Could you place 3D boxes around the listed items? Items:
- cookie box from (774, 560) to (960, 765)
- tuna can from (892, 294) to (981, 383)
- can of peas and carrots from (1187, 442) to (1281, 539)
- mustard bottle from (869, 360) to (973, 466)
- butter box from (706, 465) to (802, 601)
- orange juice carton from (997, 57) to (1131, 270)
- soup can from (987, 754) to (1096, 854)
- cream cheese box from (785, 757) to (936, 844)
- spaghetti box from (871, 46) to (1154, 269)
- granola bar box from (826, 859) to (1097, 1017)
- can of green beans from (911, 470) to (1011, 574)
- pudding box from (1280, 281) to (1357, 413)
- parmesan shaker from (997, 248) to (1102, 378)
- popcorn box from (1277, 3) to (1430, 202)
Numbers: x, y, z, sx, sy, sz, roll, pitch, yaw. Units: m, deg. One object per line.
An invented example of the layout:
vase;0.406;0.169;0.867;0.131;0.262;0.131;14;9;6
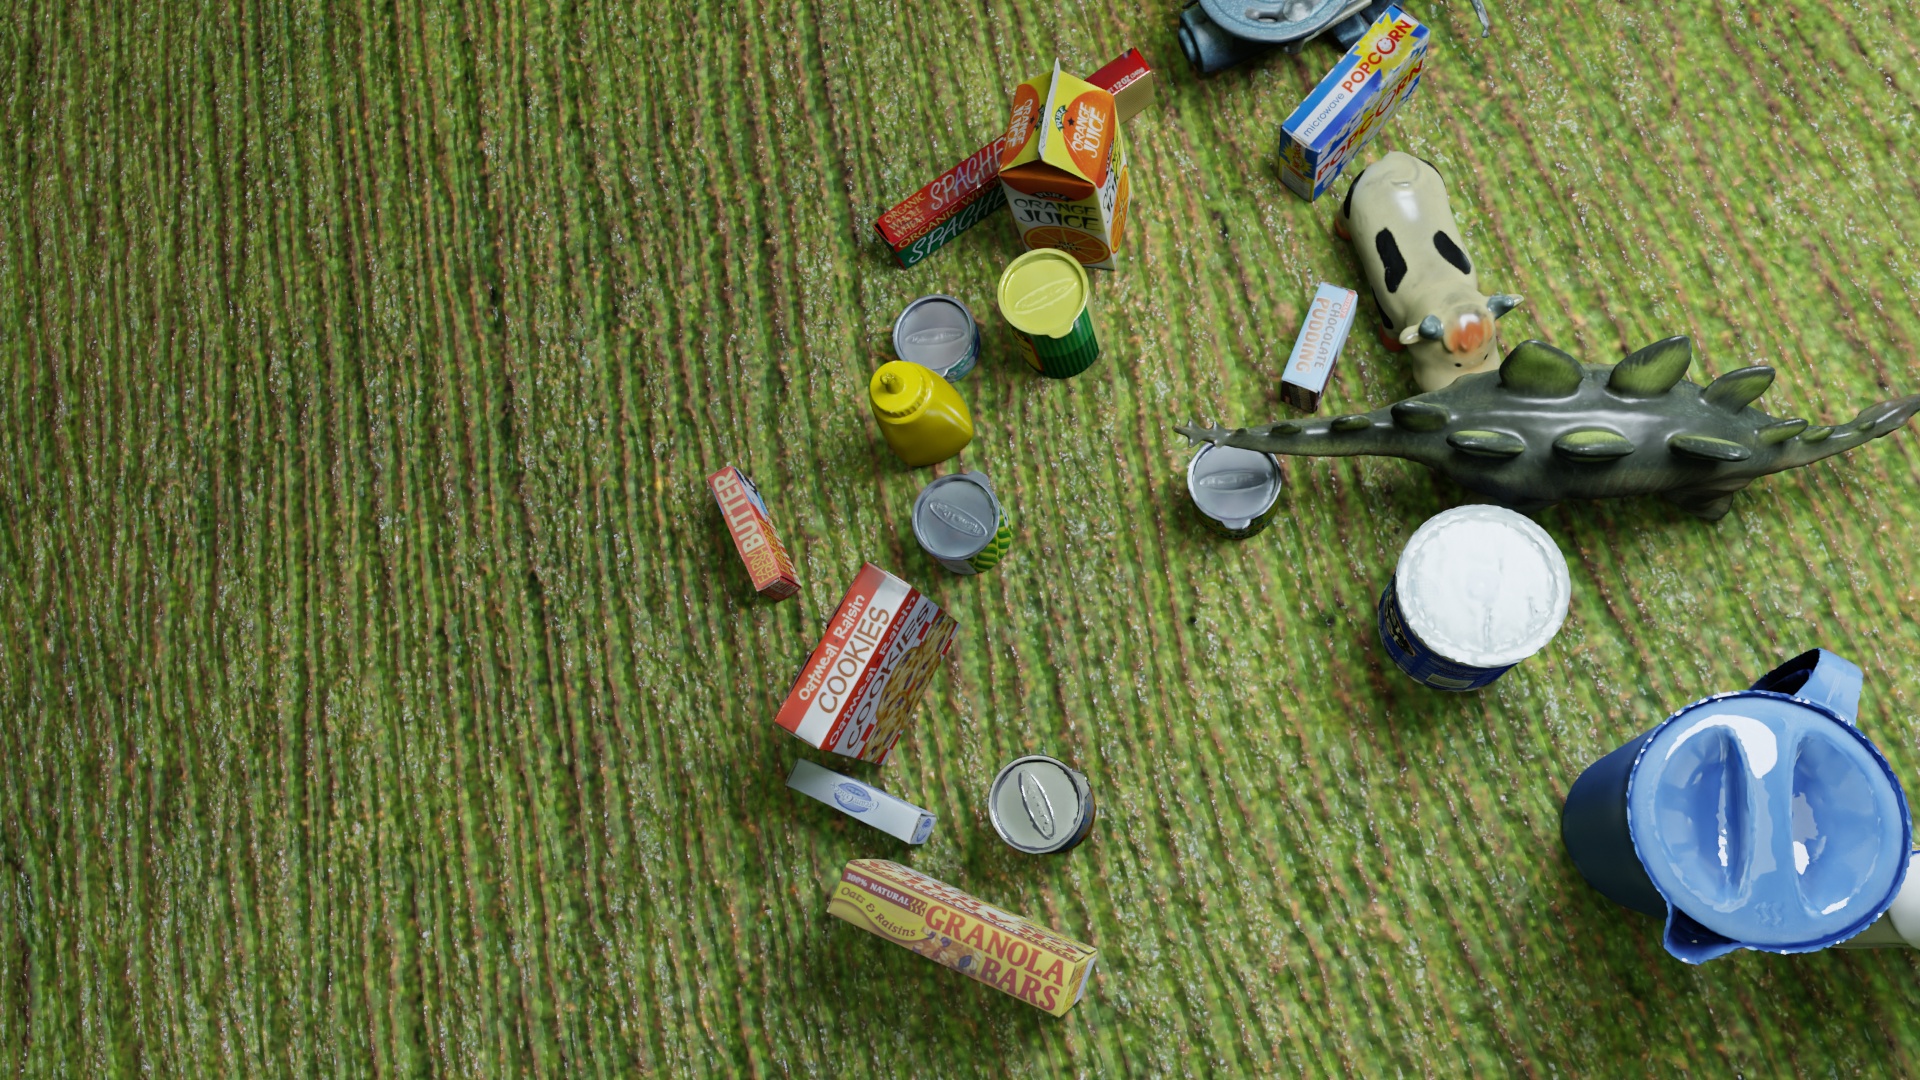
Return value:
cookie box;-0.061;0.091;0.978;0.040;0.167;0.123;27;84;16
tuna can;-0.018;-0.156;1.099;0.071;0.033;0.071;-3;76;11
can of peas and carrots;0.200;-0.036;1.011;0.071;0.058;0.071;-3;77;11
mustard bottle;-0.034;-0.099;1.022;0.065;0.160;0.049;-25;74;5
butter box;-0.160;-0.005;1.081;0.024;0.053;0.104;-28;73;4
orange juice carton;0.078;-0.273;1.024;0.073;0.192;0.072;10;80;14
soup can;0.062;0.185;0.974;0.071;0.083;0.071;-3;77;11
cream cheese box;-0.072;0.191;1.016;0.104;0.053;0.024;22;83;16
spaghetti box;0.044;-0.304;1.112;0.250;0.050;0.029;-34;73;2
granola bar box;0.005;0.266;0.945;0.166;0.124;0.039;20;82;15
can of green beans;0.002;-0.011;1.047;0.071;0.057;0.071;-3;77;11
pudding box;0.265;-0.143;1.028;0.030;0.049;0.084;21;82;16
parmesan shaker;0.070;-0.166;1.046;0.071;0.103;0.071;-3;77;11
popcorn box;0.295;-0.327;1.048;0.038;0.085;0.127;42;88;17
